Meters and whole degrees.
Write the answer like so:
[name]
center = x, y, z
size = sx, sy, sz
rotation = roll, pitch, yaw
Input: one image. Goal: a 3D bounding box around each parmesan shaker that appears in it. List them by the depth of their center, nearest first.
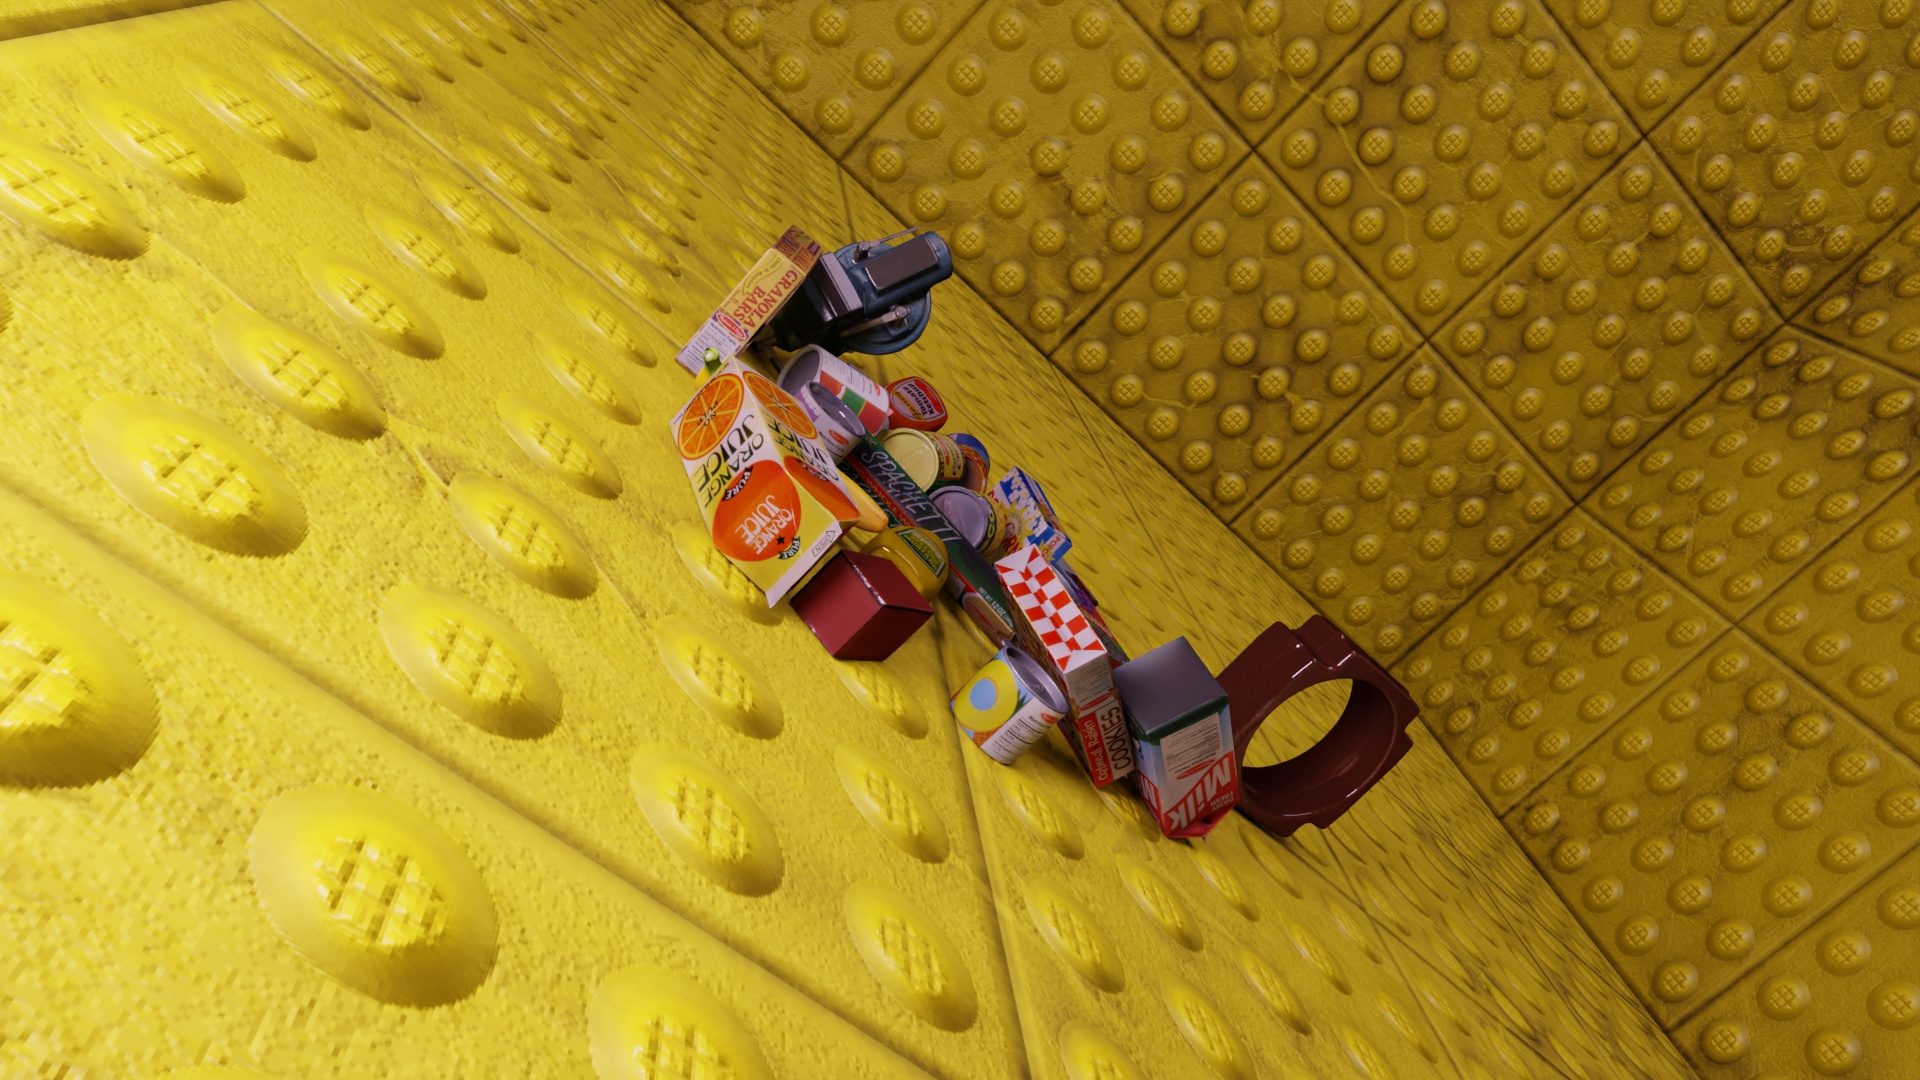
[parmesan shaker]
center = -0.040, -0.075, 1.331
size = 0.071, 0.071, 0.103
rotation = 47, 13, 9

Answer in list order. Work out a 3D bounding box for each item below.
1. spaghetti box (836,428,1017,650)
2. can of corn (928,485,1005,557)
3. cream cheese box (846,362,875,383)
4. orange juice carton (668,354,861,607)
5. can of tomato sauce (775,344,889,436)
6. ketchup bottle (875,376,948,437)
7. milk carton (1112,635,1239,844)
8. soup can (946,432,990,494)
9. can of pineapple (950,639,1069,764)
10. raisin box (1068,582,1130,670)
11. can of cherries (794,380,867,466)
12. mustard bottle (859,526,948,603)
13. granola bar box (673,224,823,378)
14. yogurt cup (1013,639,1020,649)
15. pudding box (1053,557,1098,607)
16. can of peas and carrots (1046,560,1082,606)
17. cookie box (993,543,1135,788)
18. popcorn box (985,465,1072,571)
[spaghetti box]
center = -0.033, -0.011, 1.195
size = 0.250, 0.029, 0.050
rotation = 48, -24, 10
[can of corn]
center = 0.005, -0.016, 1.281
size = 0.071, 0.071, 0.058
rotation = 49, 13, 16
[cream cheese box]
center = -0.099, -0.145, 1.458
size = 0.053, 0.024, 0.104
rotation = 36, 16, -30
[orange juice carton]
center = -0.129, -0.037, 0.935
size = 0.073, 0.071, 0.193
rotation = 33, 17, -40
[can of tomato sauce]
center = -0.118, -0.128, 1.257
size = 0.083, 0.071, 0.071
rotation = 31, 19, -37
[ketchup bottle]
center = -0.069, -0.123, 1.377
size = 0.065, 0.043, 0.149
rotation = 52, 29, 5
[milk carton]
center = 0.177, 0.174, 1.140
size = 0.072, 0.073, 0.189
rotation = -123, -169, -45
[soup can]
center = -0.002, -0.068, 1.430
size = 0.071, 0.071, 0.084
rotation = 43, 14, -9
[can of pineapple]
center = 0.034, 0.117, 0.998
size = 0.071, 0.057, 0.071
rotation = 43, 13, -12
[raisin box]
center = 0.114, 0.089, 1.367
size = 0.086, 0.040, 0.124
rotation = 31, 20, -44
[can of cherries]
center = -0.121, -0.090, 1.150
size = 0.071, 0.058, 0.072
rotation = 41, 14, -12
[mustard bottle]
center = -0.040, 0.018, 1.092
size = 0.065, 0.048, 0.160
rotation = 47, 13, 0
[granola bar box]
center = -0.176, -0.202, 1.179
size = 0.039, 0.124, 0.166
rotation = 41, 14, -13
[yogurt cup]
center = 0.072, 0.082, 1.226
size = 0.072, 0.054, 0.072
rotation = 43, 13, -12
[pudding box]
center = 0.108, 0.043, 1.504
size = 0.084, 0.030, 0.049
rotation = 52, 14, 28
[can of peas and carrots]
center = 0.067, 0.053, 1.289
size = 0.071, 0.058, 0.071
rotation = 43, 13, -13
[cookie box]
center = 0.084, 0.100, 1.089
size = 0.123, 0.040, 0.166
rotation = 58, -9, 42
[popcorn box]
center = 0.053, -0.007, 1.370
size = 0.038, 0.085, 0.127
rotation = 37, 16, -30
